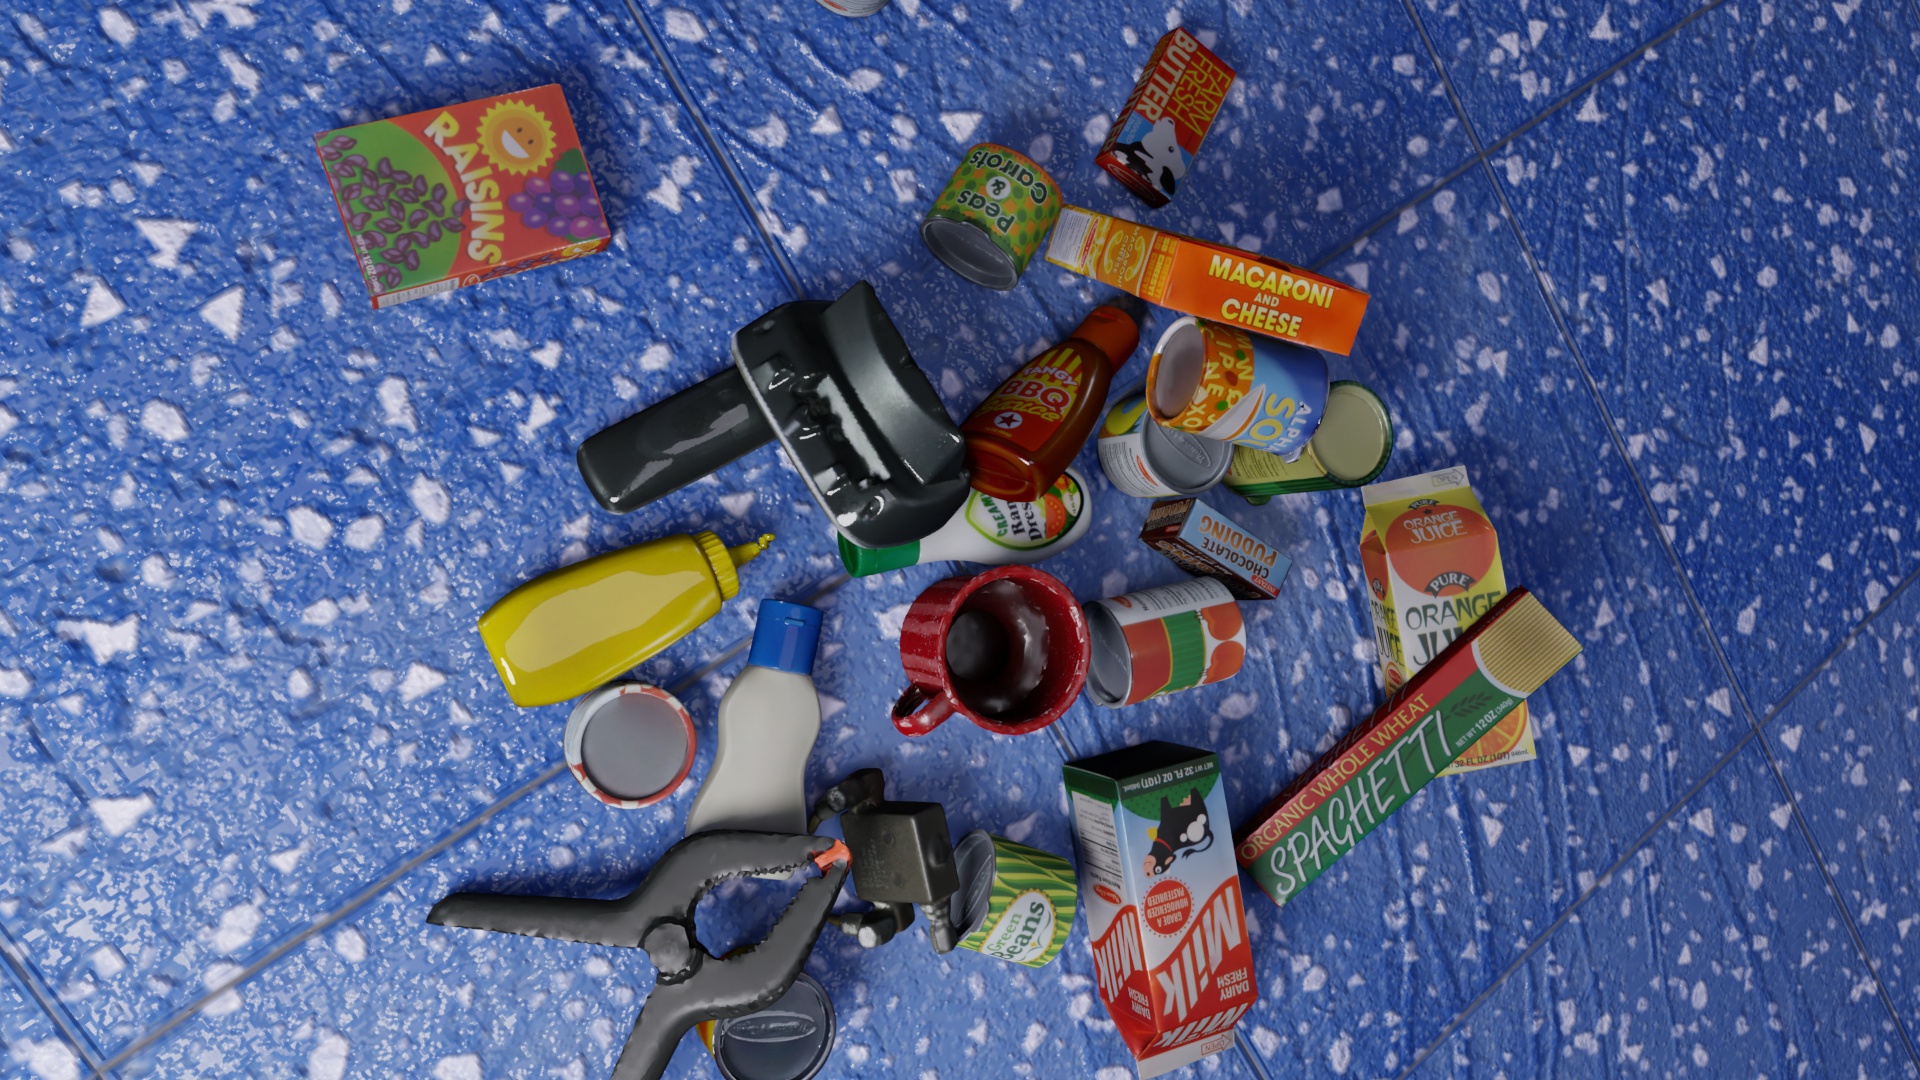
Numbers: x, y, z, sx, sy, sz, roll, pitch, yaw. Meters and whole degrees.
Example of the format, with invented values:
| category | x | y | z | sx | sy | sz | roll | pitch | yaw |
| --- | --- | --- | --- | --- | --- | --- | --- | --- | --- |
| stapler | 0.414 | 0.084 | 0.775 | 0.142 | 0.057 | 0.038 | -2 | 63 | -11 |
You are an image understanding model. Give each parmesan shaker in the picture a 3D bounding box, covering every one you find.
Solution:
| category | x | y | z | sx | sy | sz | roll | pitch | yaw |
| --- | --- | --- | --- | --- | --- | --- | --- | --- | --- |
| parmesan shaker | 0.212 | -0.059 | 0.868 | 0.071 | 0.103 | 0.071 | 1 | 88 | -23 |

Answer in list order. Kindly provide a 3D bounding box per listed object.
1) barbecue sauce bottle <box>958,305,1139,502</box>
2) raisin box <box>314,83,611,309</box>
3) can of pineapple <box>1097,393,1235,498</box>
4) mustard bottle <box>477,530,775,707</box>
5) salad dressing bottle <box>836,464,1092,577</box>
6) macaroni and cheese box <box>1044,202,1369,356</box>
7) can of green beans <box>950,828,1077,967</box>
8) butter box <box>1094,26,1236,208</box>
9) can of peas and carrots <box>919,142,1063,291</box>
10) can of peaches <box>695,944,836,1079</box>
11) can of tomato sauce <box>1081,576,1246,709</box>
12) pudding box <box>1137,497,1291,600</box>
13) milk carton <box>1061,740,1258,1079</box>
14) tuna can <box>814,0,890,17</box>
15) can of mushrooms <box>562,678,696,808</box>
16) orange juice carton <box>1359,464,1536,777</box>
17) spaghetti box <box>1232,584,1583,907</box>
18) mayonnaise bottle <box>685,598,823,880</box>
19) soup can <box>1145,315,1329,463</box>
| category | x | y | z | sx | sy | sz | roll | pitch | yaw |
| --- | --- | --- | --- | --- | --- | --- | --- | --- | --- |
| barbecue sauce bottle | 0.056 | -0.084 | 0.817 | 0.149 | 0.065 | 0.043 | -50 | 145 | -35 |
| raisin box | -0.253 | -0.177 | 0.714 | 0.124 | 0.040 | 0.086 | -20 | 95 | -21 |
| can of pineapple | 0.128 | -0.061 | 0.857 | 0.071 | 0.058 | 0.071 | 1 | 88 | -23 |
| mustard bottle | -0.170 | 0.032 | 0.736 | 0.161 | 0.049 | 0.065 | -24 | 98 | -22 |
| salad dressing bottle | 0.003 | -0.010 | 0.811 | 0.148 | 0.044 | 0.064 | -13 | 82 | -22 |
| macaroni and cheese box | 0.137 | -0.154 | 0.804 | 0.124 | 0.167 | 0.040 | 11 | 105 | -22 |
| can of green beans | 0.026 | 0.207 | 0.802 | 0.058 | 0.071 | 0.071 | 23 | 80 | -21 |
| butter box | 0.131 | -0.269 | 0.884 | 0.053 | 0.024 | 0.103 | 32 | 77 | -19 |
| can of peas and carrots | 0.019 | -0.190 | 0.810 | 0.071 | 0.071 | 0.059 | 35 | 76 | -18 |
| can of peaches | -0.106 | 0.255 | 0.750 | 0.071 | 0.058 | 0.071 | 1 | 88 | -22 |
| can of tomato sauce | 0.121 | 0.063 | 0.847 | 0.083 | 0.071 | 0.071 | -11 | 93 | -23 |
| pudding box | 0.159 | 0.006 | 0.873 | 0.083 | 0.049 | 0.030 | 31 | 76 | -19 |
| milk carton | 0.122 | 0.224 | 0.837 | 0.072 | 0.073 | 0.190 | -10 | 92 | -23 |
| tuna can | -0.061 | -0.343 | 0.803 | 0.071 | 0.033 | 0.071 | 0 | 89 | -23 |
| can of mushrooms | -0.174 | 0.109 | 0.740 | 0.071 | 0.033 | 0.071 | 1 | 87 | -22 |
| orange juice carton | 0.314 | 0.051 | 0.912 | 0.072 | 0.073 | 0.192 | -11 | 92 | 2 |
| spaghetti box | 0.273 | 0.130 | 0.868 | 0.250 | 0.029 | 0.050 | -43 | 88 | 8 |
| mayonnaise bottle | -0.107 | 0.108 | 0.764 | 0.065 | 0.041 | 0.148 | 13 | 82 | -15 |
| soup can | 0.159 | -0.086 | 0.802 | 0.084 | 0.071 | 0.071 | 11 | 84 | -22 |
